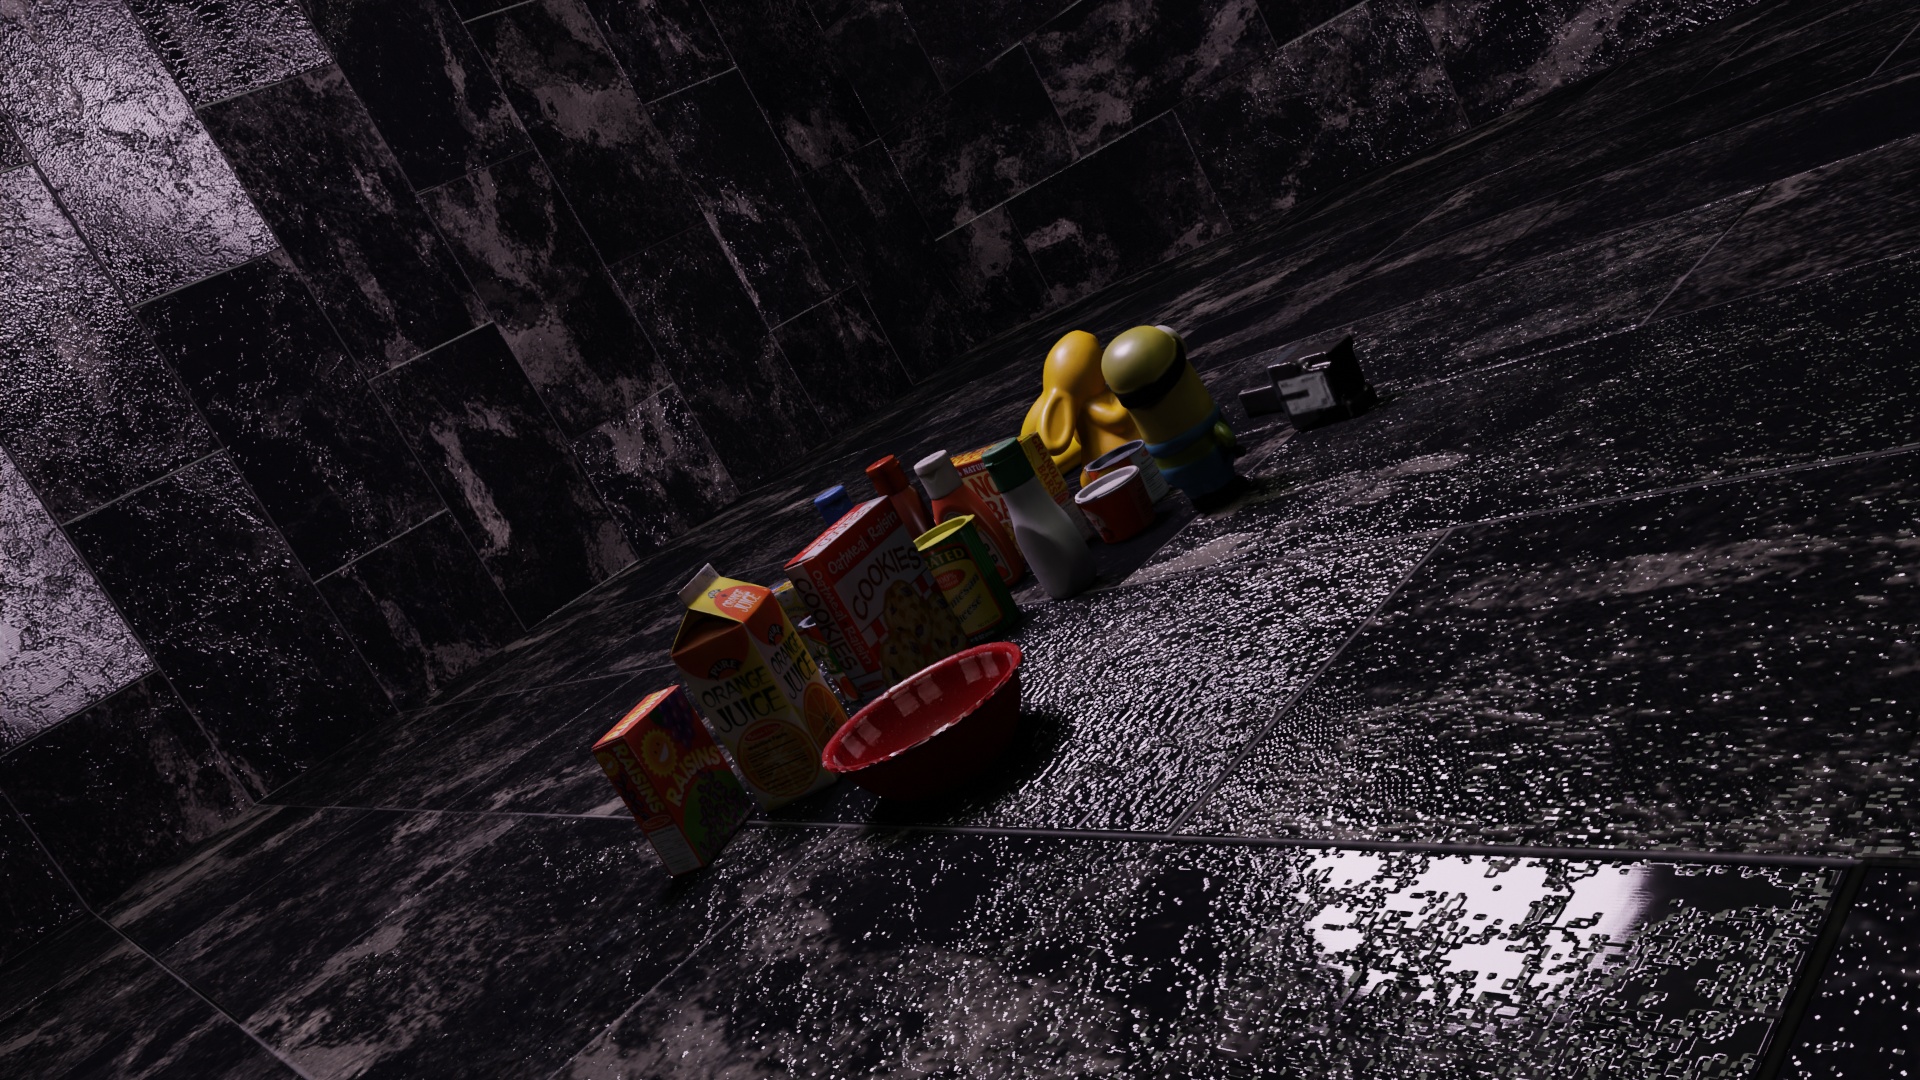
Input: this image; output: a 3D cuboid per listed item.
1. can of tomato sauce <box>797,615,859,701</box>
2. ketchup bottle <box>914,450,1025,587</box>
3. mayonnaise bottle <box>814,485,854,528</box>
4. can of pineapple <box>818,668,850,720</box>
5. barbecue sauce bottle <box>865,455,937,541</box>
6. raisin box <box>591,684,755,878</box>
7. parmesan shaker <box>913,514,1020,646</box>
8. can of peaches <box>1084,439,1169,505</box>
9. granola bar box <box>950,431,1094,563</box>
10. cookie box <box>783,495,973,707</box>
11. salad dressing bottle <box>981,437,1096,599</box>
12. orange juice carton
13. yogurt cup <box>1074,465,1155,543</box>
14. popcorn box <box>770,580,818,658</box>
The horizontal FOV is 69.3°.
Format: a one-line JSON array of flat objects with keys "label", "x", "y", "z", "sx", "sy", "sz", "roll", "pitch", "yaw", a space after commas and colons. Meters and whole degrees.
[{"label": "can of tomato sauce", "x": -0.101, "y": 0.099, "z": 1.293, "sx": 0.071, "sy": 0.083, "sz": 0.071, "roll": -28, "pitch": 11, "yaw": 6}, {"label": "ketchup bottle", "x": 0.005, "y": -0.017, "z": 1.378, "sx": 0.064, "sy": 0.148, "sz": 0.044, "roll": -24, "pitch": 12, "yaw": 24}, {"label": "mayonnaise bottle", "x": -0.110, "y": 0.012, "z": 1.535, "sx": 0.065, "sy": 0.148, "sz": 0.041, "roll": -32, "pitch": 11, "yaw": -17}, {"label": "can of pineapple", "x": -0.134, "y": 0.152, "z": 1.201, "sx": 0.071, "sy": 0.057, "sz": 0.071, "roll": -28, "pitch": 11, "yaw": 6}, {"label": "barbecue sauce bottle", "x": -0.054, "y": -0.023, "z": 1.549, "sx": 0.043, "sy": 0.148, "sz": 0.065, "roll": -28, "pitch": 11, "yaw": 4}, {"label": "raisin box", "x": -0.225, "y": 0.188, "z": 1.096, "sx": 0.040, "sy": 0.123, "sz": 0.086, "roll": -23, "pitch": 12, "yaw": 29}, {"label": "parmesan shaker", "x": 0.005, "y": 0.037, "z": 1.254, "sx": 0.071, "sy": 0.103, "sz": 0.071, "roll": -28, "pitch": 11, "yaw": 6}, {"label": "can of peaches", "x": 0.168, "y": -0.061, "z": 1.407, "sx": 0.071, "sy": 0.058, "sz": 0.071, "roll": -28, "pitch": 11, "yaw": 6}, {"label": "granola bar box", "x": 0.045, "y": -0.036, "z": 1.425, "sx": 0.039, "sy": 0.124, "sz": 0.165, "roll": -37, "pitch": 13, "yaw": -34}, {"label": "cookie box", "x": -0.062, "y": 0.062, "z": 1.144, "sx": 0.040, "sy": 0.167, "sz": 0.123, "roll": -22, "pitch": 13, "yaw": 33}, {"label": "salad dressing bottle", "x": 0.068, "y": -0.020, "z": 1.238, "sx": 0.044, "sy": 0.147, "sz": 0.064, "roll": -36, "pitch": 13, "yaw": -31}, {"label": "orange juice carton", "x": -0.164, "y": 0.111, "z": 1.111, "sx": 0.073, "sy": 0.192, "sz": 0.072, "roll": -26, "pitch": 11, "yaw": 19}, {"label": "yogurt cup", "x": 0.151, "y": -0.033, "z": 1.332, "sx": 0.072, "sy": 0.054, "sz": 0.072, "roll": -28, "pitch": 11, "yaw": 6}, {"label": "popcorn box", "x": -0.188, "y": 0.093, "z": 1.527, "sx": 0.126, "sy": 0.085, "sz": 0.038, "roll": -25, "pitch": 11, "yaw": 18}]
